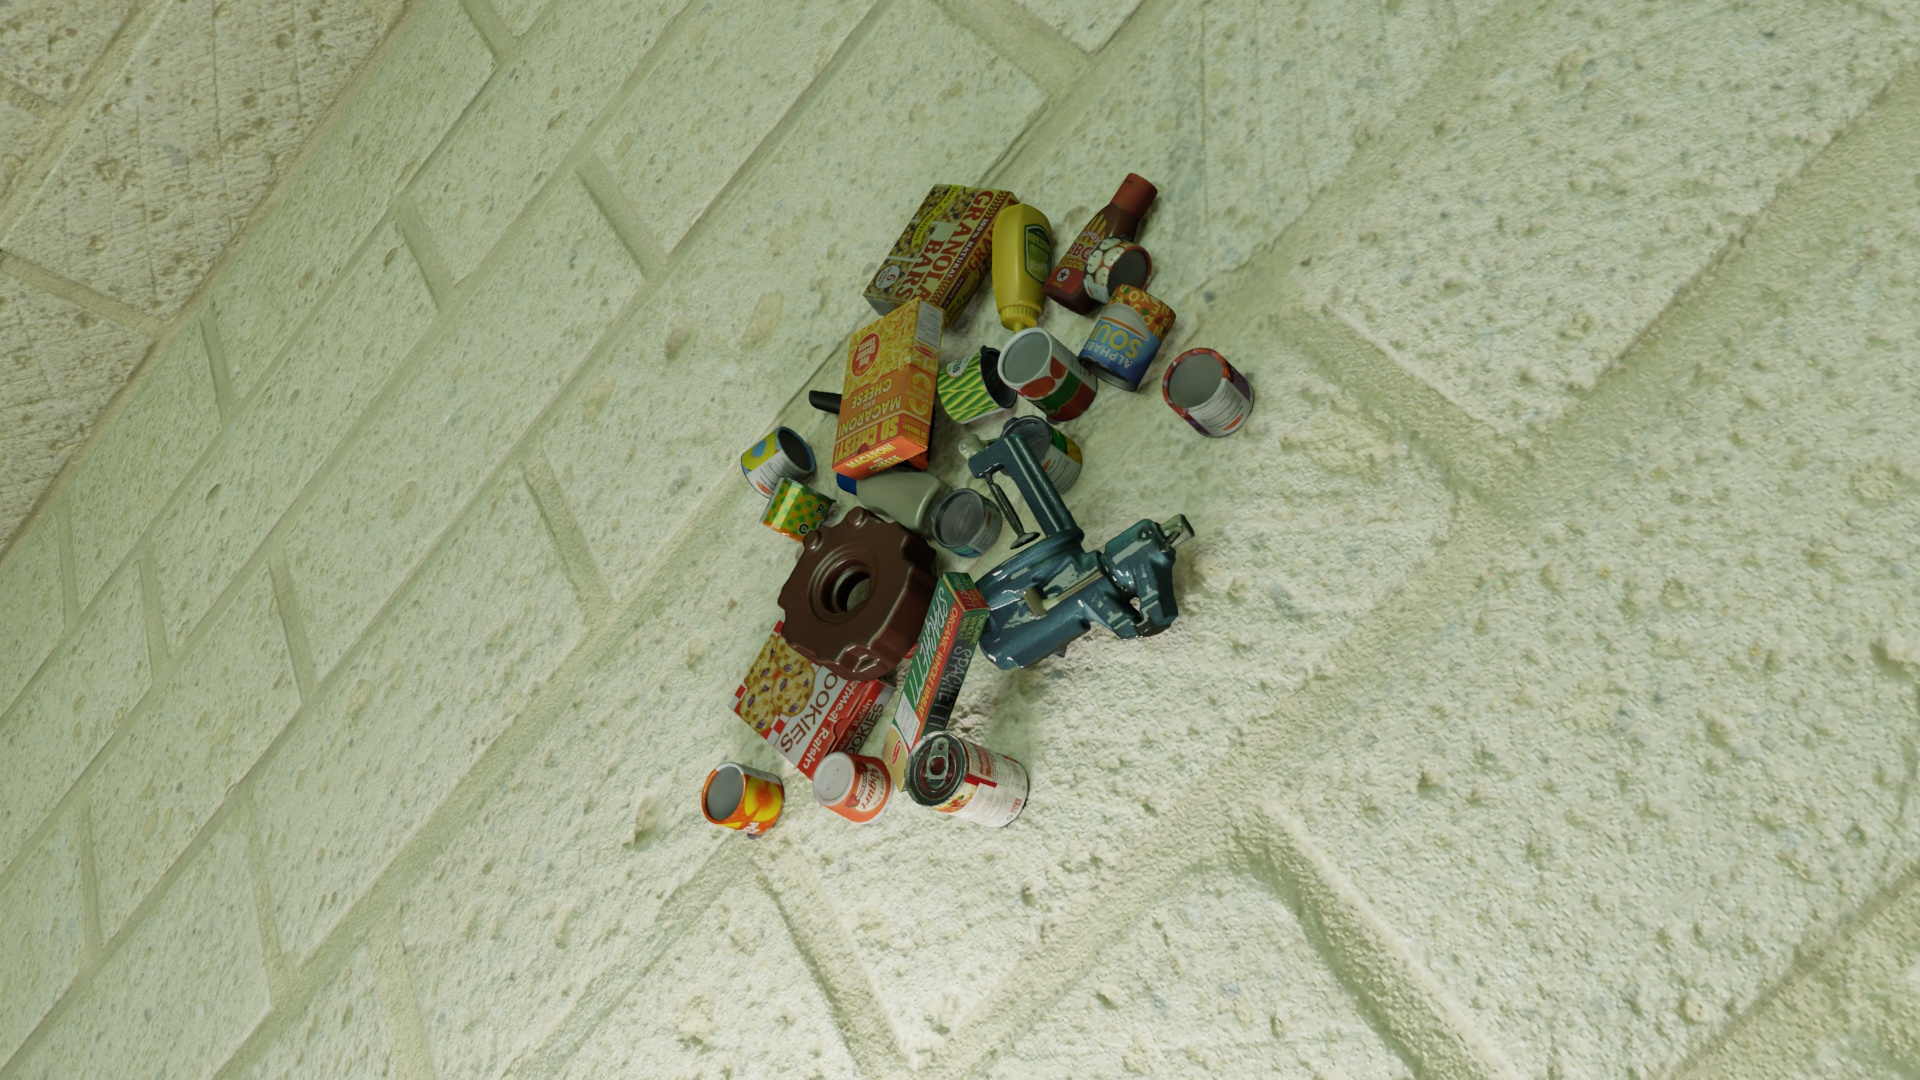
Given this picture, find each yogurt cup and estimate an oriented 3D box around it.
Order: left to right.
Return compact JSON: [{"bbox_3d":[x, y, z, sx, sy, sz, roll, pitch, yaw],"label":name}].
[{"bbox_3d":[-0.108,0.239,1.361,0.072,0.054,0.072,-18,59,32],"label":"yogurt cup"}]

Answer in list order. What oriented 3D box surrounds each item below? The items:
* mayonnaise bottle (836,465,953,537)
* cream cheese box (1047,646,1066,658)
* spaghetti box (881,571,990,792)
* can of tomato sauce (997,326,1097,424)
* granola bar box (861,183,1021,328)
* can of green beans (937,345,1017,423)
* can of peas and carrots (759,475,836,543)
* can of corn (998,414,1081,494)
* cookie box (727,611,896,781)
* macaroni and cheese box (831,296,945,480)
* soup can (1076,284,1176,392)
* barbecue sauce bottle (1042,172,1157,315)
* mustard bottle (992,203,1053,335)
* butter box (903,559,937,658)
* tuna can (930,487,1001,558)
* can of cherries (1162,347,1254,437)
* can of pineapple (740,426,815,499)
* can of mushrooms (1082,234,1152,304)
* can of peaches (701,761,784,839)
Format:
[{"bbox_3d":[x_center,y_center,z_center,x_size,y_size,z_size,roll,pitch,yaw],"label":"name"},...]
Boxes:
[{"bbox_3d":[-0.074,-0.052,1.482,0.148,0.041,0.065,23,83,44],"label":"mayonnaise bottle"},{"bbox_3d":[0.079,0.060,1.316,0.053,0.024,0.104,-4,67,38],"label":"cream cheese box"},{"bbox_3d":[-0.026,0.133,1.273,0.050,0.029,0.248,58,142,39],"label":"spaghetti box"},{"bbox_3d":[0.085,-0.163,1.377,0.071,0.083,0.071,-17,60,32],"label":"can of tomato sauce"},{"bbox_3d":[-0.019,-0.320,1.546,0.124,0.039,0.166,19,72,42],"label":"granola bar box"},{"bbox_3d":[0.017,-0.160,1.442,0.057,0.071,0.071,-17,60,33],"label":"can of green beans"},{"bbox_3d":[-0.180,-0.031,1.541,0.071,0.071,0.059,21,84,43],"label":"can of peas and carrots"},{"bbox_3d":[0.076,-0.083,1.364,0.071,0.058,0.071,-17,60,32],"label":"can of corn"},{"bbox_3d":[-0.158,0.163,1.446,0.168,0.040,0.123,31,90,43],"label":"cookie box"},{"bbox_3d":[-0.078,-0.159,1.466,0.123,0.040,0.167,-20,55,47],"label":"macaroni and cheese box"},{"bbox_3d":[0.160,-0.196,1.342,0.071,0.071,0.084,28,88,43],"label":"soup can"},{"bbox_3d":[0.147,-0.304,1.422,0.148,0.043,0.065,-56,39,3],"label":"barbecue sauce bottle"},{"bbox_3d":[0.064,-0.273,1.463,0.048,0.065,0.160,-12,68,41],"label":"mustard bottle"},{"bbox_3d":[-0.047,0.064,1.415,0.053,0.024,0.104,-27,55,26],"label":"butter box"},{"bbox_3d":[0.005,-0.018,1.407,0.071,0.033,0.071,-17,60,32],"label":"tuna can"},{"bbox_3d":[0.224,-0.137,1.270,0.071,0.058,0.072,-17,61,32],"label":"can of cherries"},{"bbox_3d":[-0.208,-0.090,1.591,0.057,0.071,0.071,-33,52,22],"label":"can of pineapple"},{"bbox_3d":[0.158,-0.268,1.380,0.033,0.071,0.071,35,93,43],"label":"can of mushrooms"},{"bbox_3d":[-0.227,0.269,1.439,0.071,0.058,0.071,-17,59,32],"label":"can of peaches"}]
